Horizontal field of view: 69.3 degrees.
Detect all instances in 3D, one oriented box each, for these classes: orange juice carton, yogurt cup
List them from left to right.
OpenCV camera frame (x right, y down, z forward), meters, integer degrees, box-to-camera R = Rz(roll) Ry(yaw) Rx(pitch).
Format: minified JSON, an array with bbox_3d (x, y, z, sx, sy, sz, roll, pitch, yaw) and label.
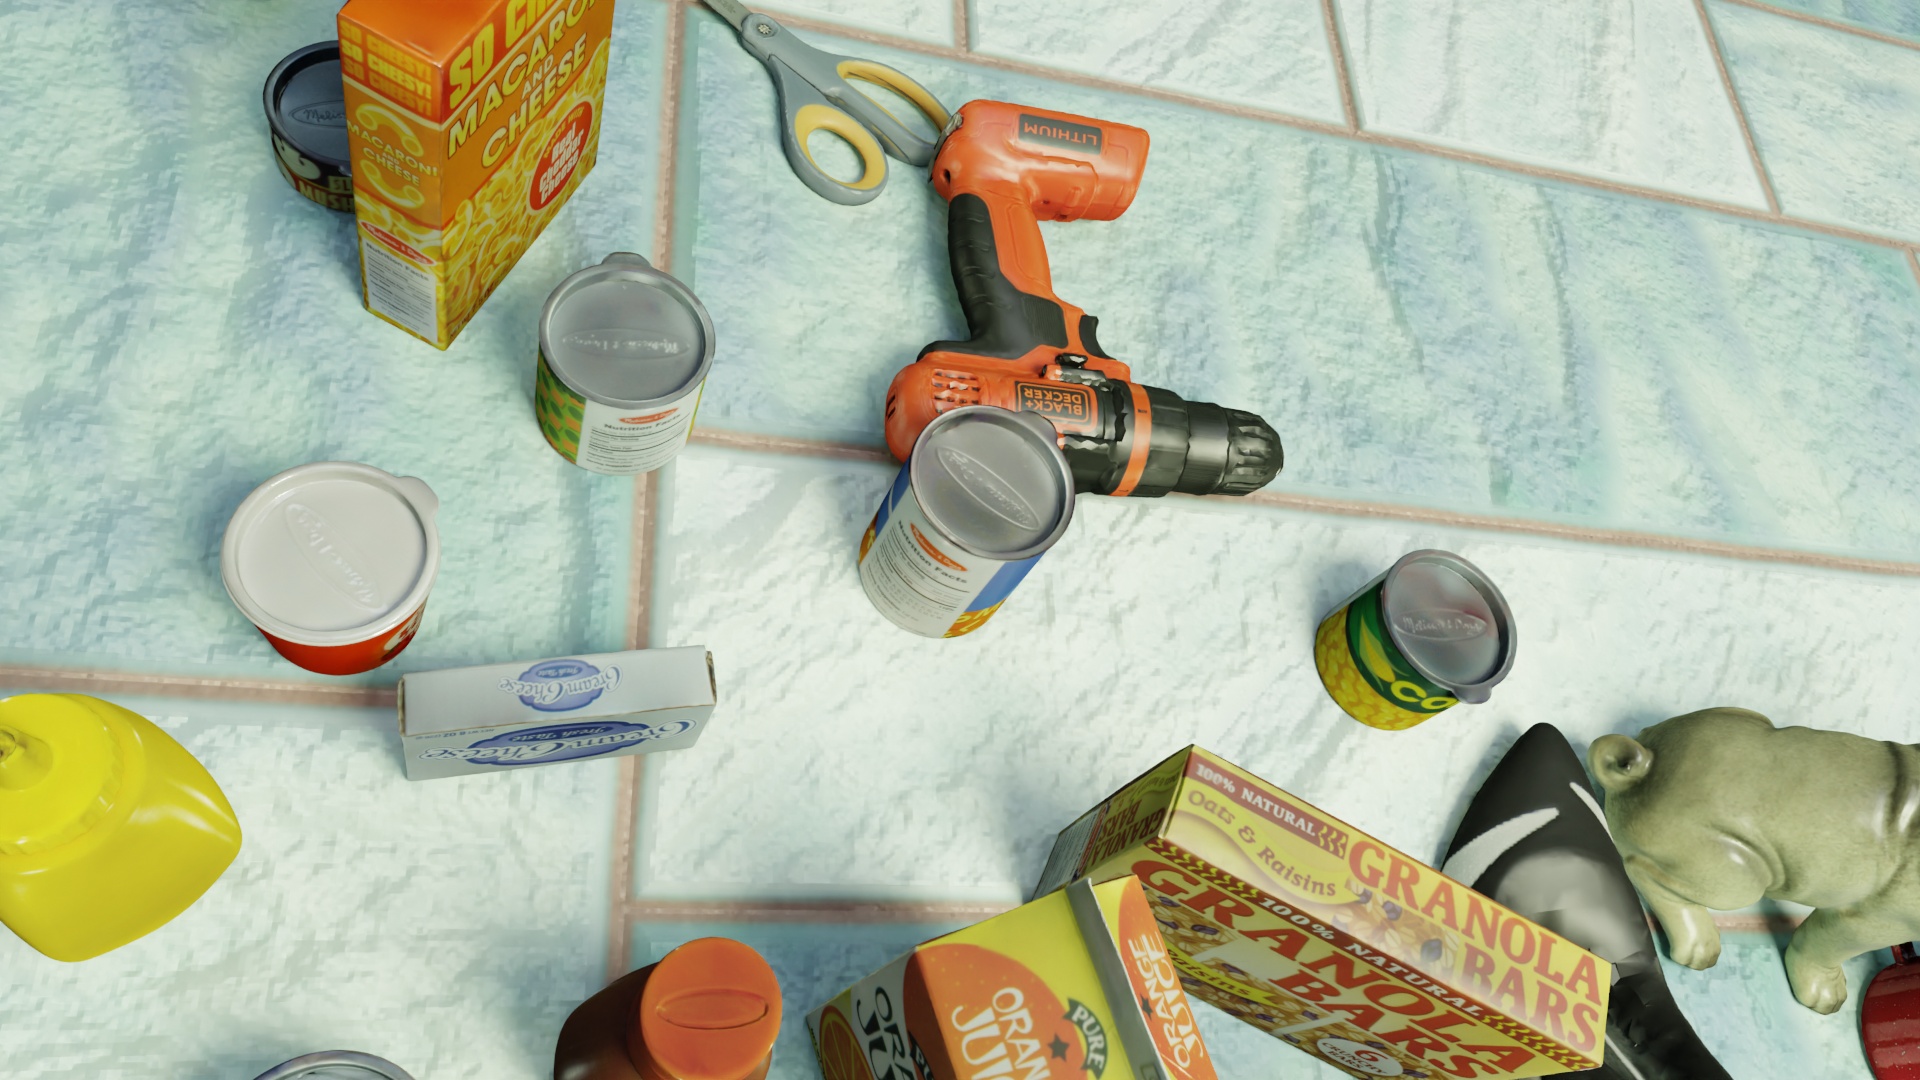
[{"bbox_3d":[-0.218,0.013,0.487,0.072,0.053,0.072,8,63,-16],"label":"yogurt cup"},{"bbox_3d":[0.015,0.154,0.418,0.073,0.191,0.072,-12,70,-24],"label":"orange juice carton"}]

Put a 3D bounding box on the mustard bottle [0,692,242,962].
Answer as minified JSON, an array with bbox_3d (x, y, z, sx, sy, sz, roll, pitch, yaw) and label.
[{"bbox_3d":[-0.245,0.075,0.385,0.049,0.159,0.065,47,60,7],"label":"mustard bottle"}]

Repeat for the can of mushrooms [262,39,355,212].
[{"bbox_3d":[-0.252,-0.170,0.578,0.071,0.033,0.071,8,62,-16],"label":"can of mushrooms"}]

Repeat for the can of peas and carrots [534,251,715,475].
[{"bbox_3d":[-0.135,-0.069,0.554,0.071,0.058,0.071,8,63,-16],"label":"can of peas and carrots"}]

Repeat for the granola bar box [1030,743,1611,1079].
[{"bbox_3d":[0.123,0.142,0.502,0.165,0.123,0.039,28,59,-5],"label":"granola bar box"}]

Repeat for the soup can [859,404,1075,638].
[{"bbox_3d":[0.002,-0.007,0.557,0.071,0.083,0.071,8,63,-16],"label":"soup can"}]

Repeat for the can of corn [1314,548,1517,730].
[{"bbox_3d":[0.201,0.048,0.615,0.071,0.058,0.071,8,63,-16],"label":"can of corn"}]

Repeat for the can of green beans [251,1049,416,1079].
[{"bbox_3d":[-0.186,0.188,0.409,0.071,0.057,0.071,8,63,-16],"label":"can of green beans"}]

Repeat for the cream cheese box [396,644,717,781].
[{"bbox_3d":[-0.142,0.061,0.490,0.104,0.053,0.024,-4,67,-21],"label":"cream cheese box"}]

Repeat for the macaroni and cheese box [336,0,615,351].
[{"bbox_3d":[-0.179,-0.166,0.525,0.040,0.165,0.124,28,59,-5],"label":"macaroni and cheese box"}]

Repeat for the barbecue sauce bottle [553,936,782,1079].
[{"bbox_3d":[-0.084,0.149,0.411,0.065,0.148,0.044,6,63,-17],"label":"barbecue sauce bottle"}]
